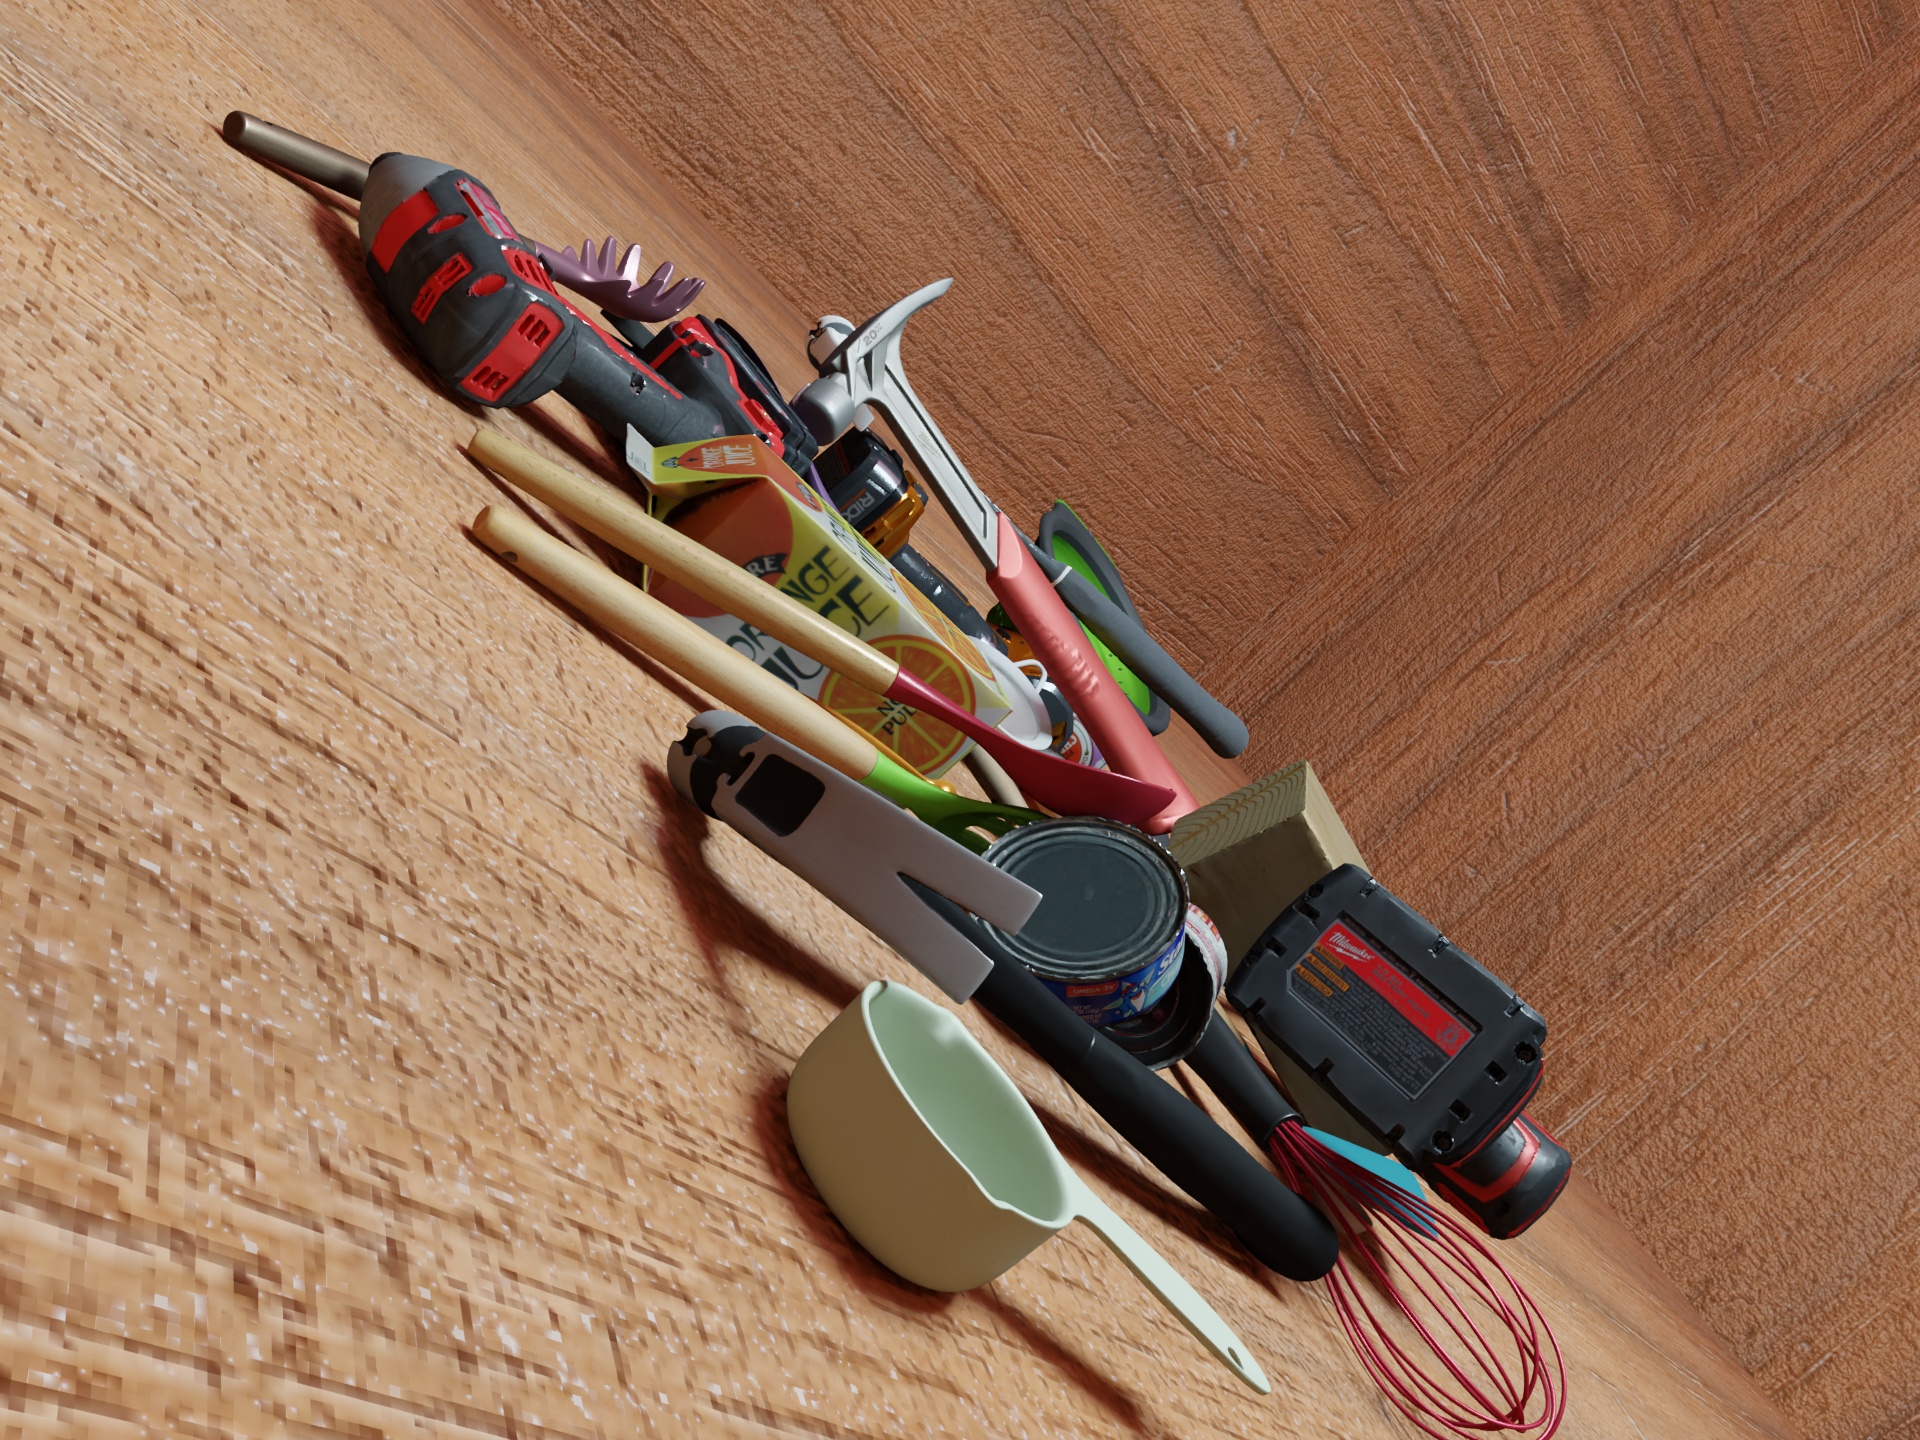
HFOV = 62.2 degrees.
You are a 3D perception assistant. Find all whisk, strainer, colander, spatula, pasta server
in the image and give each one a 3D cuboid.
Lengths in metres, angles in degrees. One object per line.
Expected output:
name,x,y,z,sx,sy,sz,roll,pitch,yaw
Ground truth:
whisk,0.156,0.200,0.716,0.073,0.073,0.296,39,7,-43
strainer,-0.001,-0.003,0.882,0.087,0.050,0.258,50,17,5
colander,0.093,-0.005,1.263,0.204,0.094,0.398,45,26,-40
spatula,0.139,0.148,0.843,0.317,0.044,0.082,53,12,-4
pasta server,-0.230,-0.246,0.786,0.060,0.040,0.316,32,12,20
spatula,-0.052,-0.080,0.813,0.316,0.018,0.059,58,-27,15

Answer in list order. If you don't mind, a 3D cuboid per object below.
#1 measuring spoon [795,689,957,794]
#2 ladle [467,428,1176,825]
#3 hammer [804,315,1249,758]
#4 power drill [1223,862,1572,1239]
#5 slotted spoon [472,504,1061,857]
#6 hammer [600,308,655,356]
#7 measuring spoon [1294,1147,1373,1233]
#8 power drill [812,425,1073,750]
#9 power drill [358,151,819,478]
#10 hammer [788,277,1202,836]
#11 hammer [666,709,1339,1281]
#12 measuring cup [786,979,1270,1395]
measuring spoon,-0.043,0.015,0.663,0.116,0.021,0.011,33,15,-35
ladle,-0.049,-0.030,0.633,0.315,0.031,0.069,30,-11,-16
hammer,0.056,-0.105,1.048,0.408,0.036,0.149,41,11,-24
power drill,0.192,0.147,0.742,0.188,0.080,0.226,42,-4,33
slotted spoon,-0.054,0.004,0.617,0.313,0.070,0.031,35,49,-36
hammer,-0.115,-0.114,0.869,0.127,0.034,0.337,39,12,-46
measuring spoon,0.157,0.214,0.806,0.124,0.018,0.034,43,7,21
power drill,-0.019,-0.084,1.055,0.226,0.084,0.164,49,8,-22
power drill,-0.173,-0.171,0.724,0.143,0.078,0.219,52,13,30
hammer,0.044,-0.077,0.931,0.358,0.037,0.149,54,47,-19
hammer,0.046,0.116,0.538,0.334,0.035,0.146,46,-13,-36
measuring cup,0.019,0.136,0.413,0.167,0.038,0.083,46,9,-19
